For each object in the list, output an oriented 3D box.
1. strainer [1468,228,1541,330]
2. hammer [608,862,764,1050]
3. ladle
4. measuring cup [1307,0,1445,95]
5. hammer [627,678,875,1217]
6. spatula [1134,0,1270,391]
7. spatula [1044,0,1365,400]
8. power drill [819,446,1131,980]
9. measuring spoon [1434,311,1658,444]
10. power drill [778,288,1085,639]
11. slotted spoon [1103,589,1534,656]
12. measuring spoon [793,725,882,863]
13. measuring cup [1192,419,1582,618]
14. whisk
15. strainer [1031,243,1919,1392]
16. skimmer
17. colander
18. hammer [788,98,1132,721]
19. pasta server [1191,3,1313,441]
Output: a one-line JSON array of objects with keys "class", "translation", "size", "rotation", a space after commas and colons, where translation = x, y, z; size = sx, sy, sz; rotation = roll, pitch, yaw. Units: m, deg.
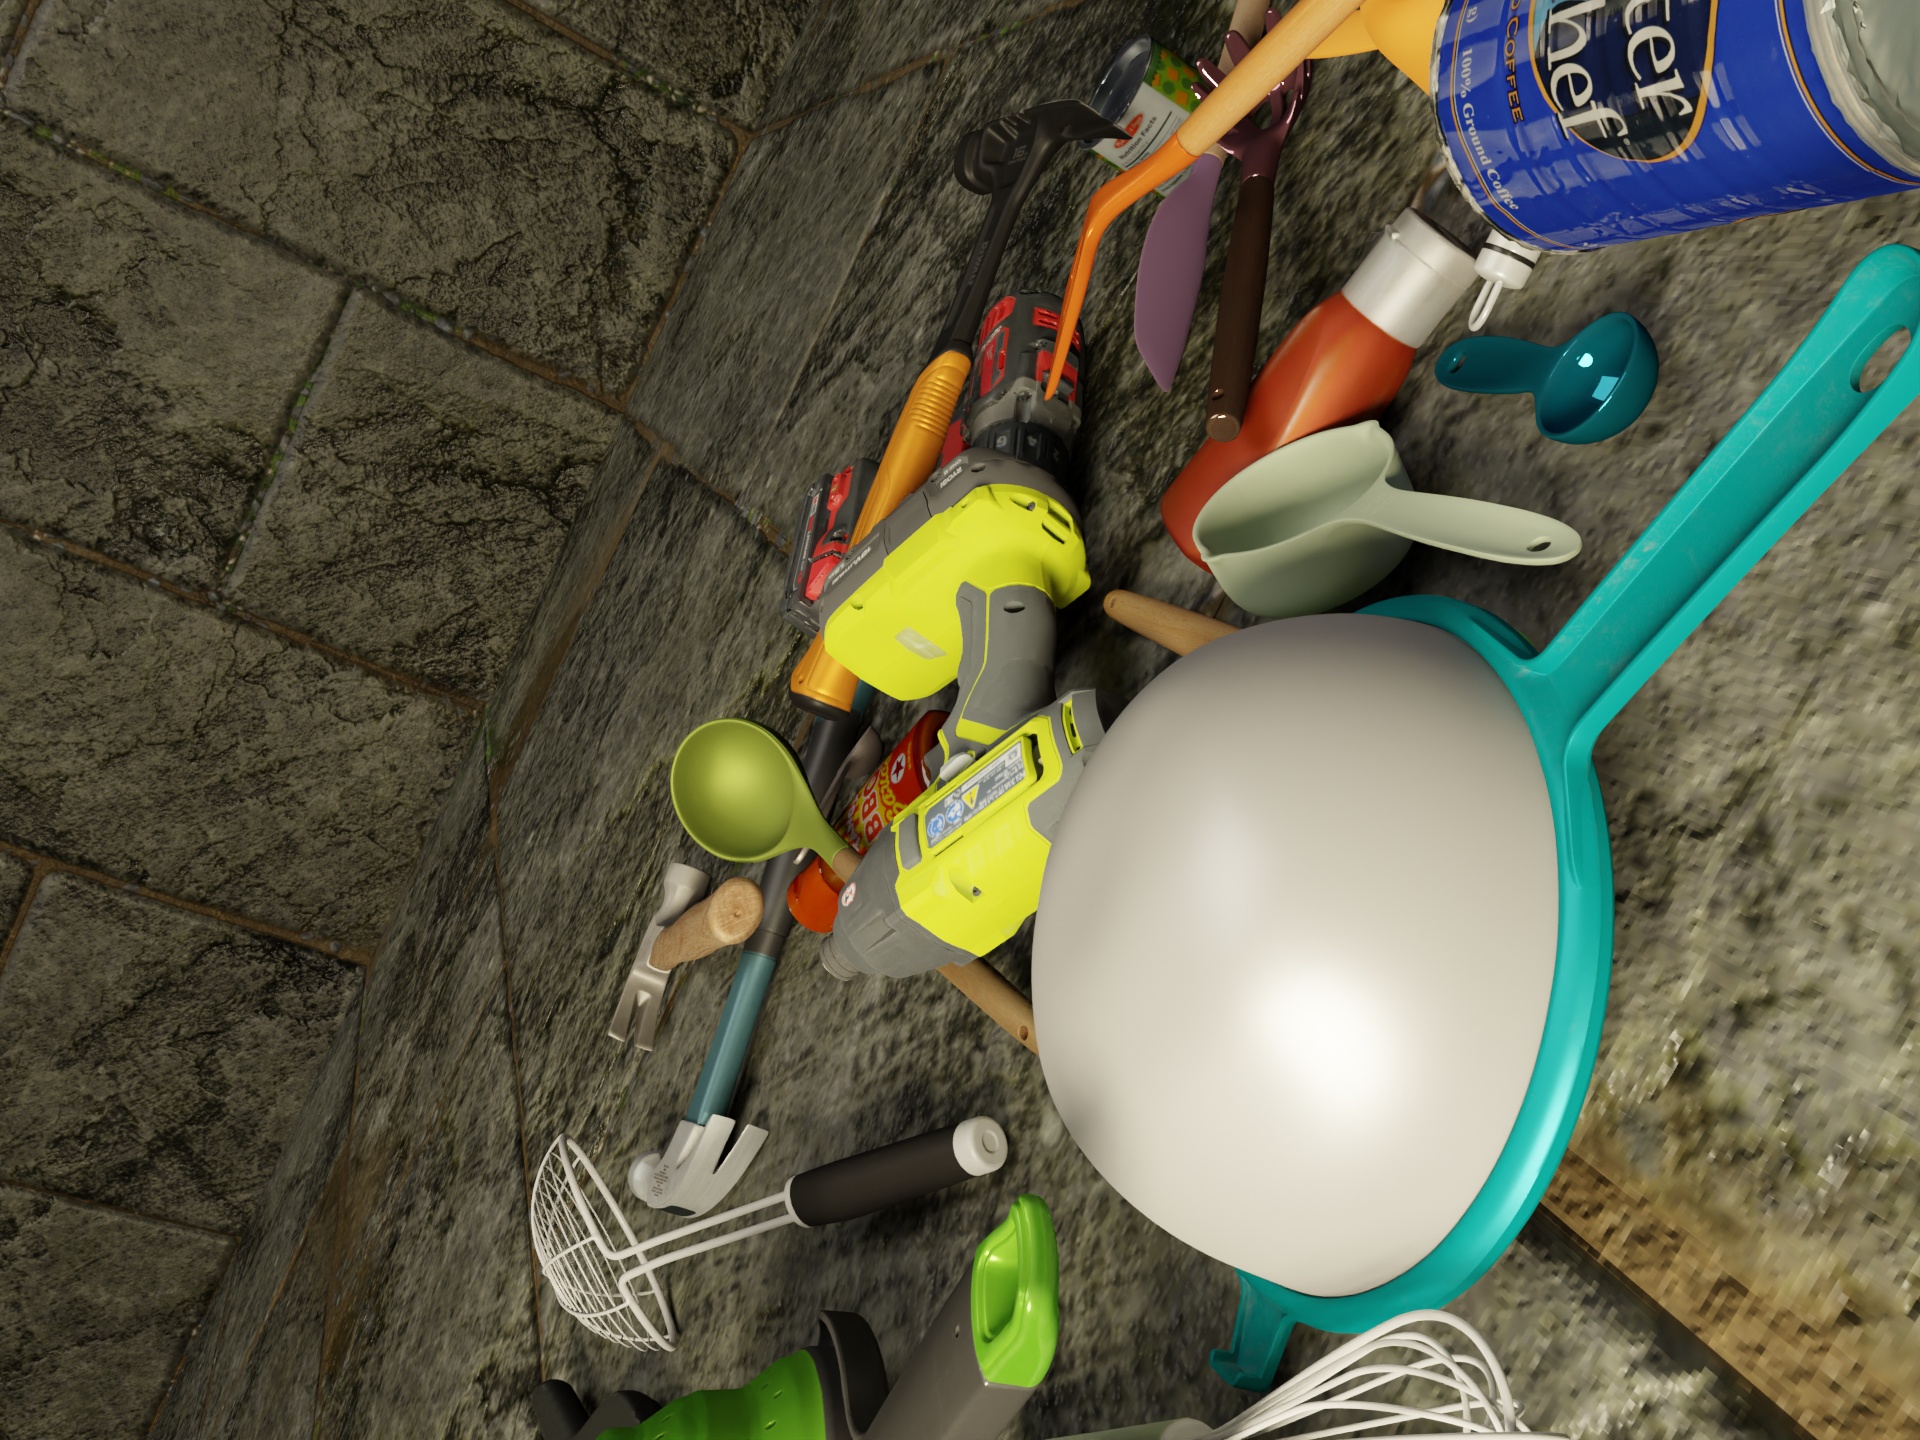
[{"class": "strainer", "translation": [0.234, -0.251, 0.529], "size": [0.087, 0.050, 0.258], "rotation": [-103, 36, -69]}, {"class": "hammer", "translation": [-0.166, 0.134, 0.971], "size": [0.331, 0.031, 0.130], "rotation": [146, 145, -69]}, {"class": "ladle", "translation": [-0.053, 0.077, 0.745], "size": [0.320, 0.062, 0.078], "rotation": [33, 115, 53]}, {"class": "measuring cup", "translation": [0.177, -0.300, 0.650], "size": [0.174, 0.052, 0.095], "rotation": [25, 92, 57]}, {"class": "hammer", "translation": [-0.115, 0.126, 0.939], "size": [0.128, 0.033, 0.331], "rotation": [-17, 53, 63]}, {"class": "spatula", "translation": [0.131, -0.304, 0.812], "size": [0.018, 0.059, 0.316], "rotation": [0, 60, 33]}, {"class": "spatula", "translation": [0.118, -0.251, 0.659], "size": [0.322, 0.041, 0.081], "rotation": [-35, 36, 48]}, {"class": "power drill", "translation": [-0.001, -0.002, 0.694], "size": [0.171, 0.080, 0.223], "rotation": [-38, 36, 26]}, {"class": "measuring spoon", "translation": [0.192, -0.112, 0.524], "size": [0.042, 0.021, 0.129], "rotation": [-62, 14, 11]}, {"class": "power drill", "translation": [-0.013, -0.116, 0.900], "size": [0.226, 0.080, 0.188], "rotation": [-37, 36, 45]}, {"class": "slotted spoon", "translation": [0.116, -0.020, 0.581], "size": [0.070, 0.031, 0.314], "rotation": [-64, 21, 4]}, {"class": "measuring spoon", "translation": [-0.067, 0.045, 0.891], "size": [0.034, 0.018, 0.124], "rotation": [-51, 8, 35]}, {"class": "measuring cup", "translation": [0.144, -0.057, 0.525], "size": [0.083, 0.038, 0.168], "rotation": [-39, 27, -12]}, {"class": "whisk", "translation": [0.068, 0.205, 0.439], "size": [0.246, 0.059, 0.058], "rotation": [-44, 41, 52]}, {"class": "strainer", "translation": [0.098, 0.017, 0.410], "size": [0.211, 0.095, 0.340], "rotation": [-95, 23, -43]}, {"class": "skimmer", "translation": [-0.096, 0.228, 0.767], "size": [0.363, 0.127, 0.090], "rotation": [-30, -1, 38]}, {"class": "colander", "translation": [-0.068, 0.252, 0.495], "size": [0.205, 0.094, 0.396], "rotation": [-91, 17, -46]}, {"class": "hammer", "translation": [-0.013, -0.159, 0.826], "size": [0.127, 0.034, 0.337], "rotation": [16, 85, 59]}, {"class": "pasta server", "translation": [0.124, -0.224, 0.693], "size": [0.060, 0.040, 0.316], "rotation": [-19, 37, 32]}]
